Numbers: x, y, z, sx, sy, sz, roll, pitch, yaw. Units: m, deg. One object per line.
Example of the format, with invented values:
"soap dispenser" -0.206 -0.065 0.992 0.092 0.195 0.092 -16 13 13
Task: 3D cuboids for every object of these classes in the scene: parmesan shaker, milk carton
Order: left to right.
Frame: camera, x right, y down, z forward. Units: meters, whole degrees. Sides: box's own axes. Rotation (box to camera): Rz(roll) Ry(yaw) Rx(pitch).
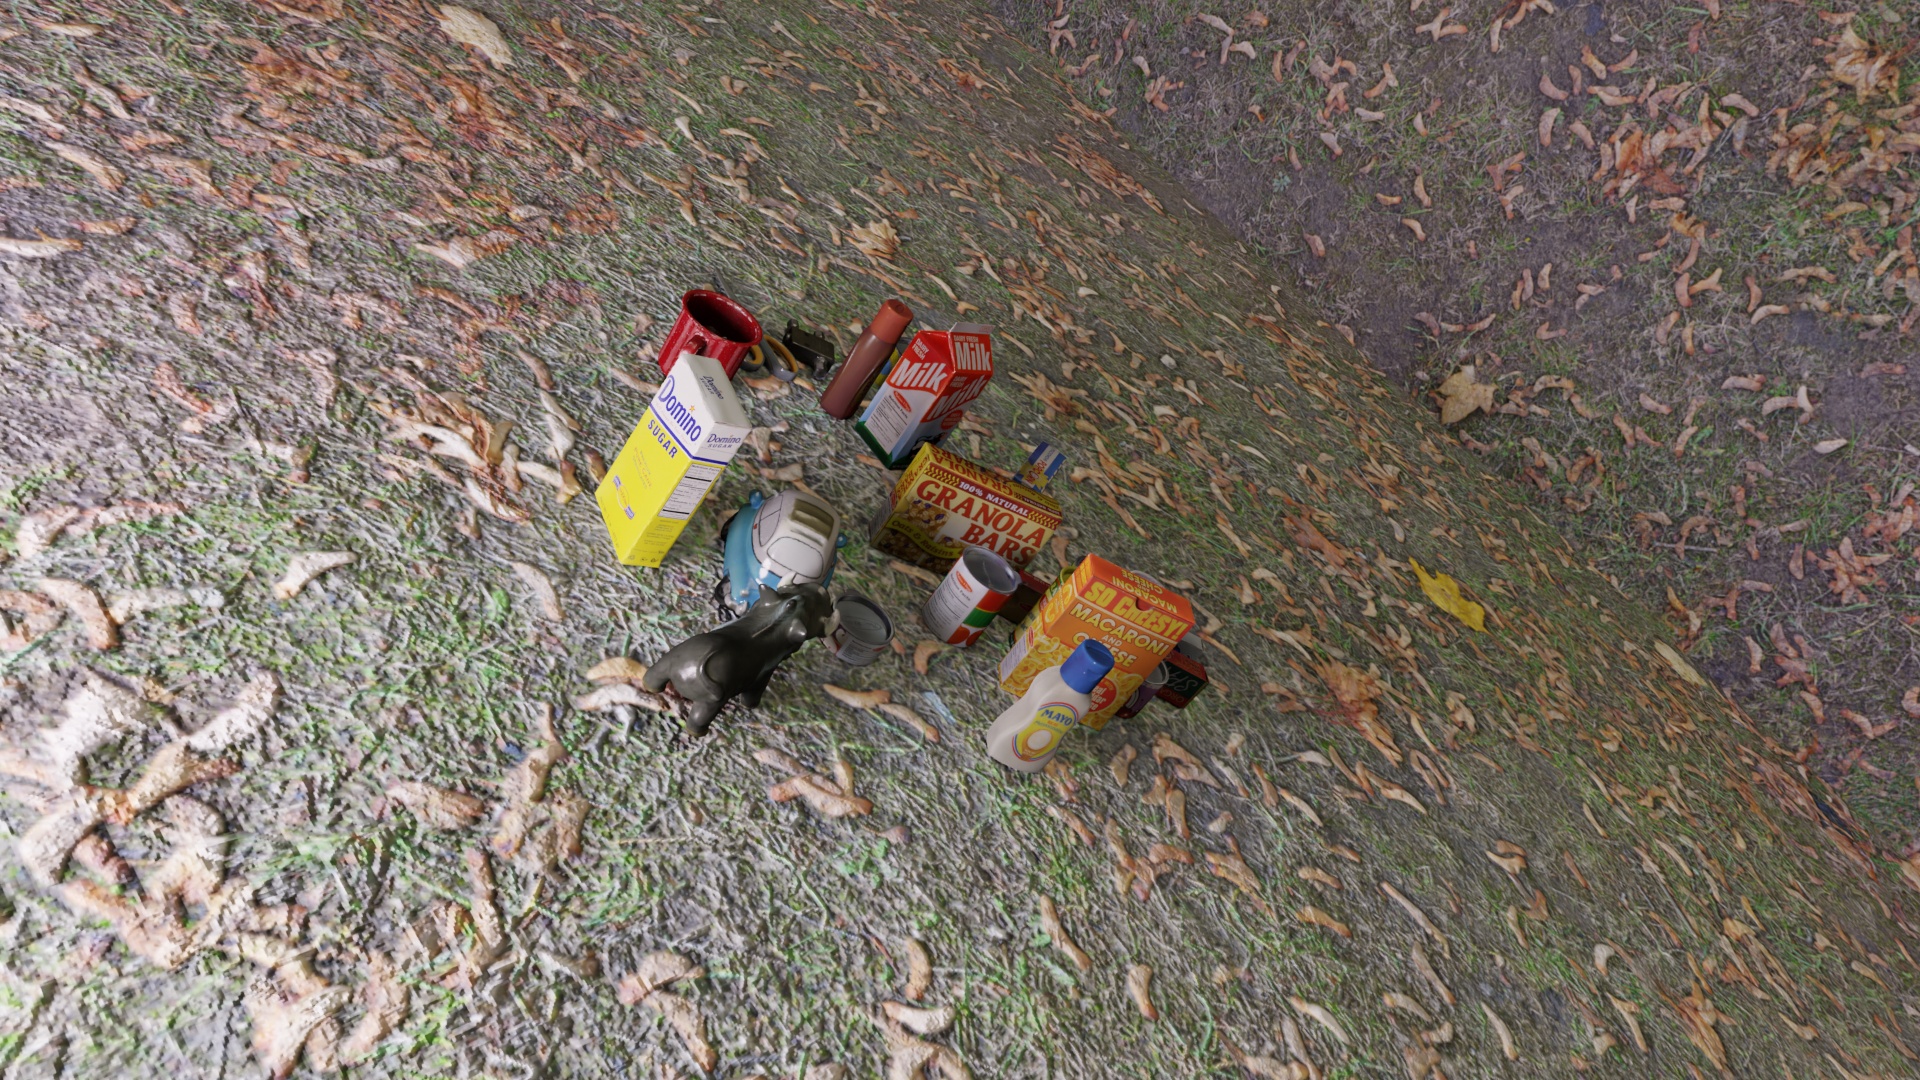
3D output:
"milk carton" -0.032 -0.173 1.575 0.072 0.189 0.073 -6 51 -50
"parmesan shaker" 0.104 0.087 1.439 0.071 0.102 0.072 26 31 -17

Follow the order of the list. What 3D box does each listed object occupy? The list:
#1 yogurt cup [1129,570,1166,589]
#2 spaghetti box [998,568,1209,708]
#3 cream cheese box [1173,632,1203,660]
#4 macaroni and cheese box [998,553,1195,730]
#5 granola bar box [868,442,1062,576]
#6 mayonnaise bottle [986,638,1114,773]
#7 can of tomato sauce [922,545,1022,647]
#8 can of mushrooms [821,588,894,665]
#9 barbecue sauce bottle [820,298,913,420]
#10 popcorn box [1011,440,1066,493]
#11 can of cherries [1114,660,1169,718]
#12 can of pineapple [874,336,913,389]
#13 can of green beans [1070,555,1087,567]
"yogurt cup" 0.205 0.077 1.607 0.072 0.053 0.073 26 31 -17
"spaghetti box" 0.156 0.109 1.514 0.250 0.050 0.029 28 31 -15
"cream cheese box" 0.217 0.114 1.567 0.104 0.053 0.024 26 31 -17
"macaroni and cheese box" 0.134 0.104 1.381 0.124 0.165 0.040 25 31 -20
"granola bar box" 0.005 -0.018 1.463 0.165 0.123 0.039 23 32 -23
"mayonnaise bottle" 0.086 0.152 1.282 0.065 0.147 0.041 24 32 -21
"can of tomato sauce" 0.011 0.057 1.403 0.071 0.082 0.071 26 31 -17
"can of mushrooms" -0.099 0.081 1.305 0.071 0.033 0.071 26 31 -17
"barbecue sauce bottle" -0.106 -0.209 1.590 0.043 0.148 0.065 35 29 -3
"popcorn box" 0.073 -0.057 1.626 0.038 0.085 0.127 37 30 1
"can of cherries" 0.177 0.147 1.474 0.071 0.058 0.072 26 31 -17
"can of pineapple" -0.066 -0.209 1.724 0.071 0.057 0.071 26 31 -17
"can of green beans" 0.140 0.060 1.559 0.071 0.057 0.071 26 31 -17
